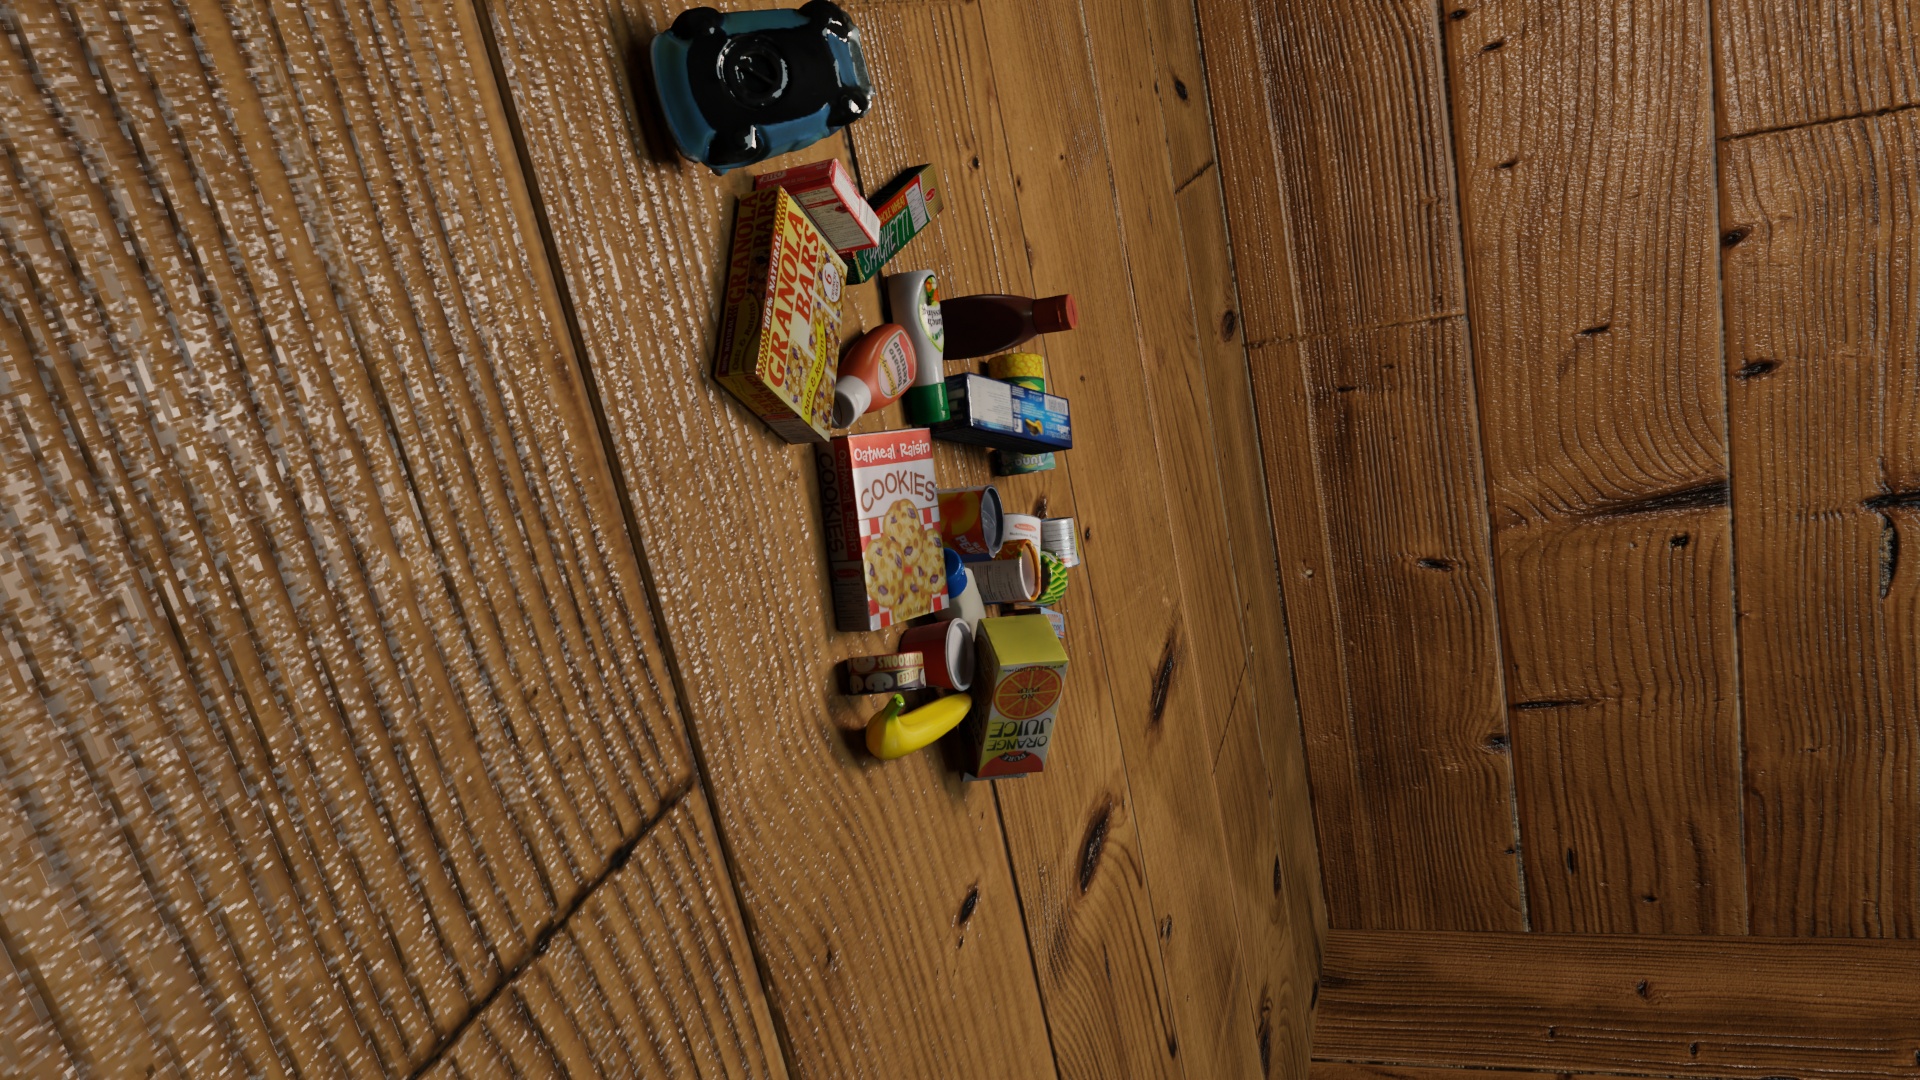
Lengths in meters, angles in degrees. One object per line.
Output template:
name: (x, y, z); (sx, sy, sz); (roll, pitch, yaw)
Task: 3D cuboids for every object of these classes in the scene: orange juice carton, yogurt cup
orange juice carton: (0.047, 0.169, 1.371); (0.073, 0.072, 0.191); (-114, -153, -50)
yogurt cup: (-0.023, 0.109, 1.313); (0.072, 0.054, 0.072); (-6, 91, -69)

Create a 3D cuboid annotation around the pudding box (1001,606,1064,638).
pudding box: (0.084, 0.097, 1.594); (0.083, 0.049, 0.030); (22, 63, -66)

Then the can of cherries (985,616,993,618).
can of cherries: (0.032, 0.120, 1.426); (0.058, 0.071, 0.072); (56, 35, -51)

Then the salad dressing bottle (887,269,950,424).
salad dressing bottle: (-0.038, -0.189, 1.359); (0.064, 0.044, 0.147); (-27, 110, -66)

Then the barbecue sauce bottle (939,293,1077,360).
barbecue sauce bottle: (0.045, -0.226, 1.437); (0.044, 0.148, 0.064); (-46, 128, -62)

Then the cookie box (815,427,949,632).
cookie box: (-0.067, -0.013, 1.220); (0.123, 0.040, 0.167); (-12, 97, -57)

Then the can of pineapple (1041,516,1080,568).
can of pineapple: (0.106, 0.004, 1.653); (0.071, 0.071, 0.058); (-14, 98, -69)

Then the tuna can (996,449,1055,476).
tuna can: (0.075, -0.094, 1.591); (0.071, 0.071, 0.033); (-21, 103, -68)

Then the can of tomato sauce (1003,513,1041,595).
can of tomato sauce: (0.054, 0.018, 1.518); (0.071, 0.071, 0.083); (32, 56, -64)

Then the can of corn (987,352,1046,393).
can of corn: (0.062, -0.179, 1.587); (0.071, 0.071, 0.058); (11, 75, -68)

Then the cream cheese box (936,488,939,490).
cream cheese box: (-0.039, -0.003, 1.339); (0.104, 0.024, 0.053); (-61, 142, -55)

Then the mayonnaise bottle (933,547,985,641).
mayonnaise bottle: (-0.006, 0.057, 1.349); (0.147, 0.041, 0.065); (72, 26, -59)

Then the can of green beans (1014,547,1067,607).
can of green beans: (0.082, 0.043, 1.580); (0.058, 0.071, 0.071); (13, 73, -67)

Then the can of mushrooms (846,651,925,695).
can of mushrooms: (-0.062, 0.114, 1.188); (0.071, 0.071, 0.033); (8, 76, -68)

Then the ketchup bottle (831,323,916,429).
ketchup bottle: (-0.084, -0.142, 1.233); (0.149, 0.043, 0.064); (-55, 136, -58)

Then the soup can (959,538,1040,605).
soup can: (0.034, 0.033, 1.436); (0.071, 0.084, 0.071); (-7, 91, -69)

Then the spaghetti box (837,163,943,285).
spaghetti box: (-0.069, -0.305, 1.328); (0.251, 0.028, 0.050); (-59, 139, -57)

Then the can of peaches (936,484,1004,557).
can of peaches: (0.005, -0.017, 1.337); (0.071, 0.058, 0.071); (-5, 91, -70)

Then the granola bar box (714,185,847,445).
granola bar box: (-0.140, -0.176, 1.103); (0.124, 0.039, 0.166); (45, 44, -59)
